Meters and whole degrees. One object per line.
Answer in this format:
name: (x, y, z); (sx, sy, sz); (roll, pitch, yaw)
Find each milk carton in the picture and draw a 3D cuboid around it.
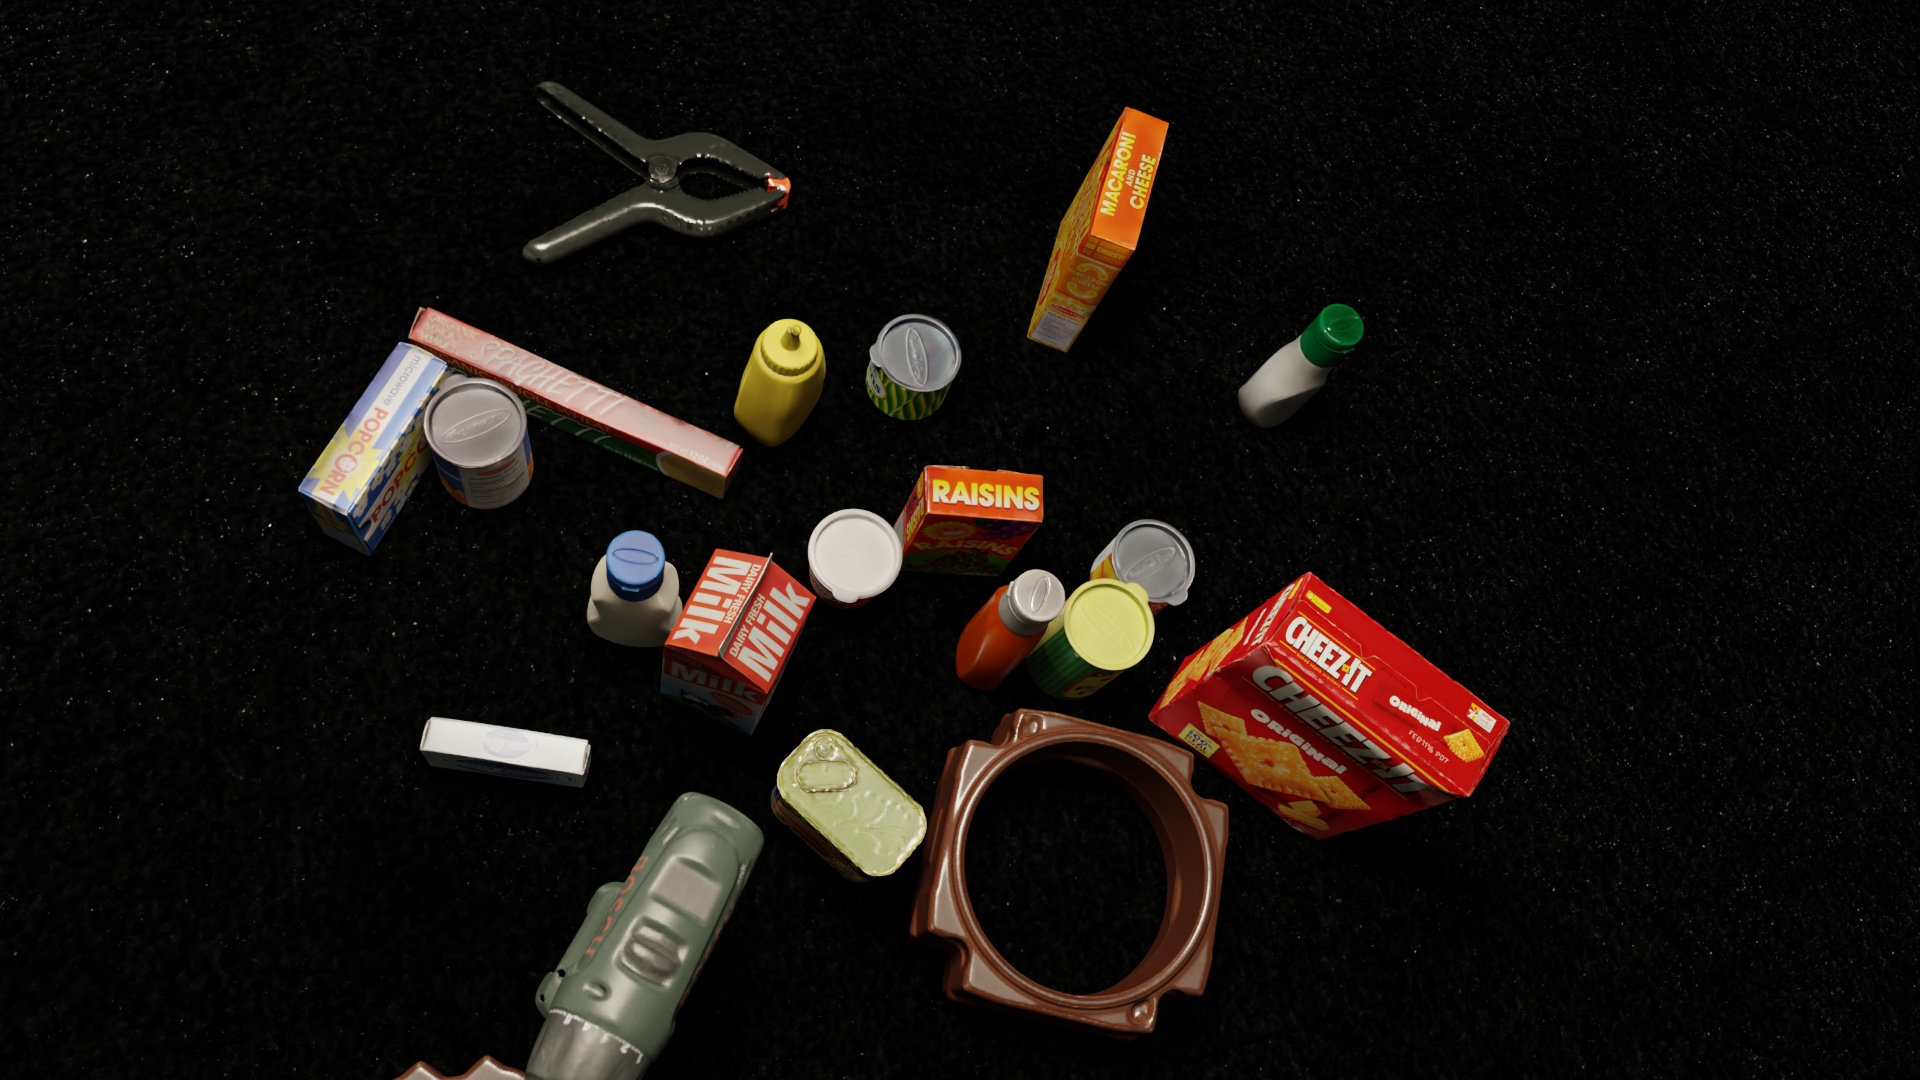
milk carton: (-0.147, 0.066, 0.911); (0.073, 0.189, 0.072); (26, 67, -3)

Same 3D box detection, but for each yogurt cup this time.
yogurt cup: (-0.081, 0.017, 1.020); (0.072, 0.053, 0.072); (5, 69, -12)

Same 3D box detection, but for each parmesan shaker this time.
parmesan shaker: (0.094, 0.073, 1.015); (0.071, 0.102, 0.071); (4, 70, -12)

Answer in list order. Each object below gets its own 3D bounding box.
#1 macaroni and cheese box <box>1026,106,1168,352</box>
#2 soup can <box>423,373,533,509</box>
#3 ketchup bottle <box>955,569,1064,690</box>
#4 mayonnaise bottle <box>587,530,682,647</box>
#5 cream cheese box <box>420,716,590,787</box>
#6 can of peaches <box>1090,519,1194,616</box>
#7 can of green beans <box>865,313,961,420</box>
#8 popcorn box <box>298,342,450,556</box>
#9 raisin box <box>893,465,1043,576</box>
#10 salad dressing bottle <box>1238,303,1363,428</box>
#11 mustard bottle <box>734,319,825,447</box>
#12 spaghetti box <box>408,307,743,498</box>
macaroni and cheese box: (0.106, -0.242, 1.099); (0.040, 0.165, 0.124); (19, 67, -6)
soup can: (-0.337, -0.069, 0.973); (0.071, 0.083, 0.071); (5, 70, -12)
ketchup bottle: (0.035, 0.060, 0.980); (0.043, 0.148, 0.065); (22, 67, -5)
mayonnaise bottle: (-0.217, 0.034, 0.929); (0.065, 0.147, 0.041); (10, 69, -10)
cream cheese box: (-0.299, 0.141, 0.921); (0.104, 0.053, 0.024); (10, 69, -10)
can of peaches: (0.140, 0.026, 1.068); (0.071, 0.058, 0.071); (5, 69, -12)
can of green beans: (-0.038, -0.134, 1.084); (0.071, 0.057, 0.071); (5, 69, -12)
popcorn box: (-0.395, -0.063, 0.955); (0.038, 0.085, 0.127); (26, 67, -4)
raisin box: (0.004, -0.013, 1.013); (0.086, 0.123, 0.040); (5, 70, -12)
salad dressing bottle: (0.272, -0.139, 1.112); (0.064, 0.147, 0.044); (-20, 77, -19)
mustard bottle: (-0.127, -0.121, 1.001); (0.049, 0.159, 0.065); (38, 67, 2)
spaghetti box: (-0.281, -0.099, 1.016); (0.250, 0.050, 0.029); (24, 67, -4)
